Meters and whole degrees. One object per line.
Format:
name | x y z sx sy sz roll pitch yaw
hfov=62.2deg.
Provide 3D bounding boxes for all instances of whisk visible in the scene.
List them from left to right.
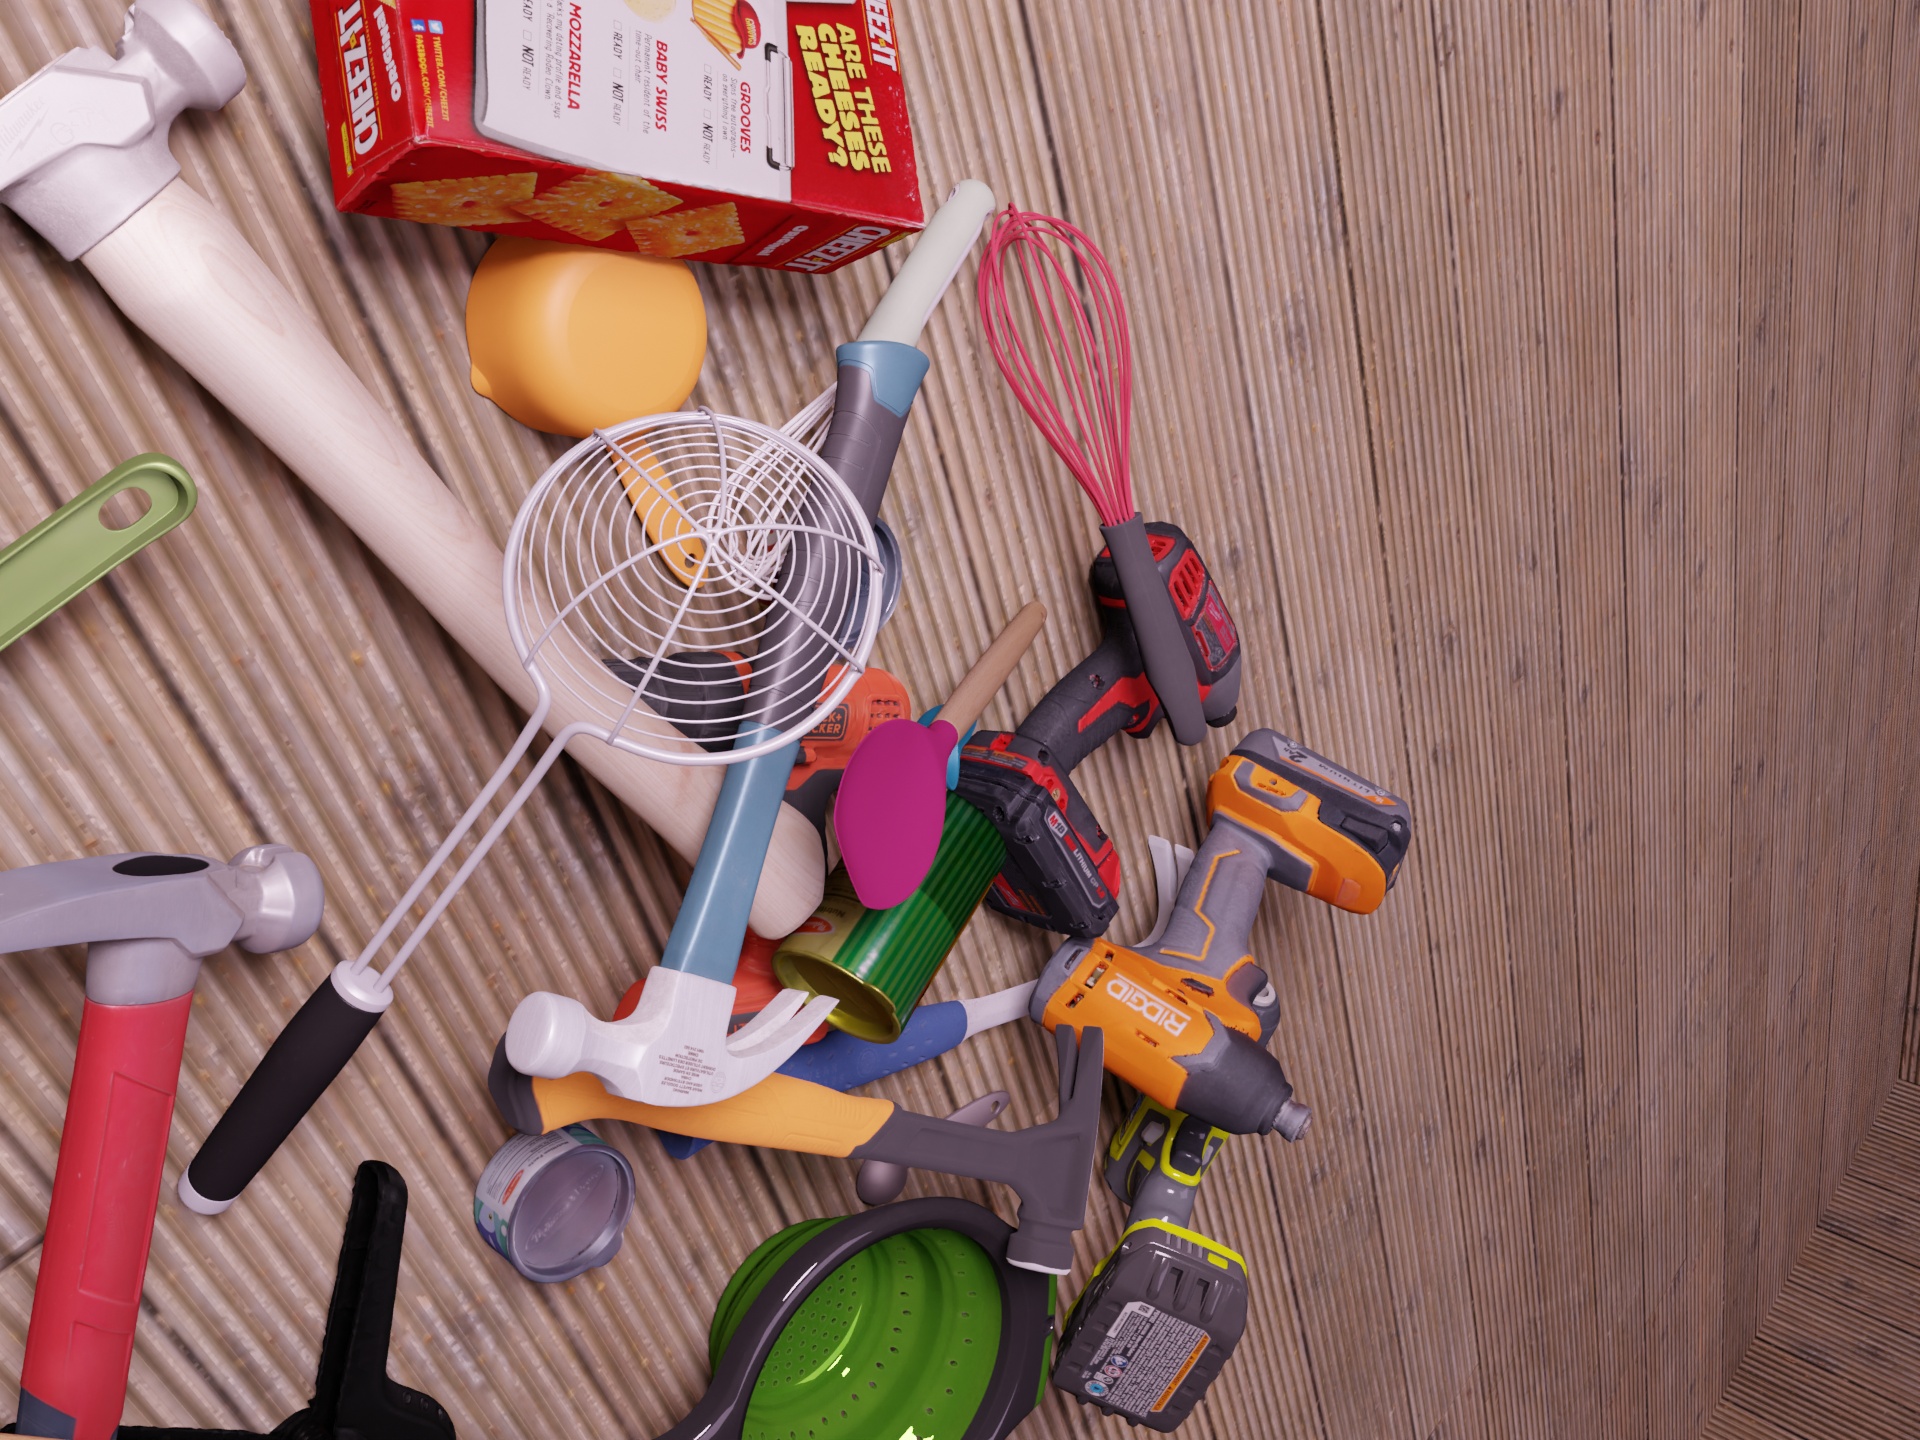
whisk | -0.043 -0.158 0.730 0.059 0.058 0.246 33 68 -12
whisk | 0.076 -0.121 0.817 0.073 0.073 0.295 -32 109 -35

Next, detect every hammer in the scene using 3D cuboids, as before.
hammer | -0.311 0.232 0.531 0.143 0.038 0.386 -4 109 -63
hammer | -0.188 -0.044 0.586 0.146 0.038 0.410 -51 125 -20
hammer | -0.074 -0.008 0.645 0.128 0.033 0.331 29 71 -42
hammer | -0.059 0.178 0.738 0.336 0.034 0.127 22 72 -39
hammer | 0.006 0.163 0.903 0.405 0.035 0.144 -8 109 -45

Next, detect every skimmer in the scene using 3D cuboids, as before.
skimmer | -0.171 0.046 0.581 0.363 0.127 0.090 -49 179 19

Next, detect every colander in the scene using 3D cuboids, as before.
colander | -0.127 0.338 0.785 0.397 0.095 0.204 -6 105 -40

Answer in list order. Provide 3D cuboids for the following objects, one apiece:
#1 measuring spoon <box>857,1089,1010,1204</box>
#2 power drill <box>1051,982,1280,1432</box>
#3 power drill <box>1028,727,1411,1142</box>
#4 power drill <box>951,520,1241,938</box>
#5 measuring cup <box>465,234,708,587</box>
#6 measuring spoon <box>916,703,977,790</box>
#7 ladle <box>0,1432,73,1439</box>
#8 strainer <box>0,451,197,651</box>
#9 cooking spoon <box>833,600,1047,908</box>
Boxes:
measuring spoon | -0.010 0.247 0.928 0.124 0.018 0.034 -21 117 -42
power drill | 0.130 0.275 0.940 0.229 0.080 0.190 -64 177 -56
power drill | 0.167 0.126 0.911 0.226 0.164 0.084 -47 154 -27
power drill | 0.086 0.008 0.905 0.220 0.079 0.143 -53 130 -25
measuring cup | -0.130 -0.122 0.652 0.095 0.052 0.173 -44 129 -28
measuring spoon | -0.008 0.003 0.810 0.129 0.021 0.042 -59 144 -75
ladle | -0.246 0.275 0.563 0.315 0.031 0.069 41 64 -47
strainer | -0.322 0.013 0.451 0.256 0.069 0.151 -42 130 -14
cooking spoon | -0.001 -0.002 0.742 0.319 0.017 0.068 -53 128 -63
